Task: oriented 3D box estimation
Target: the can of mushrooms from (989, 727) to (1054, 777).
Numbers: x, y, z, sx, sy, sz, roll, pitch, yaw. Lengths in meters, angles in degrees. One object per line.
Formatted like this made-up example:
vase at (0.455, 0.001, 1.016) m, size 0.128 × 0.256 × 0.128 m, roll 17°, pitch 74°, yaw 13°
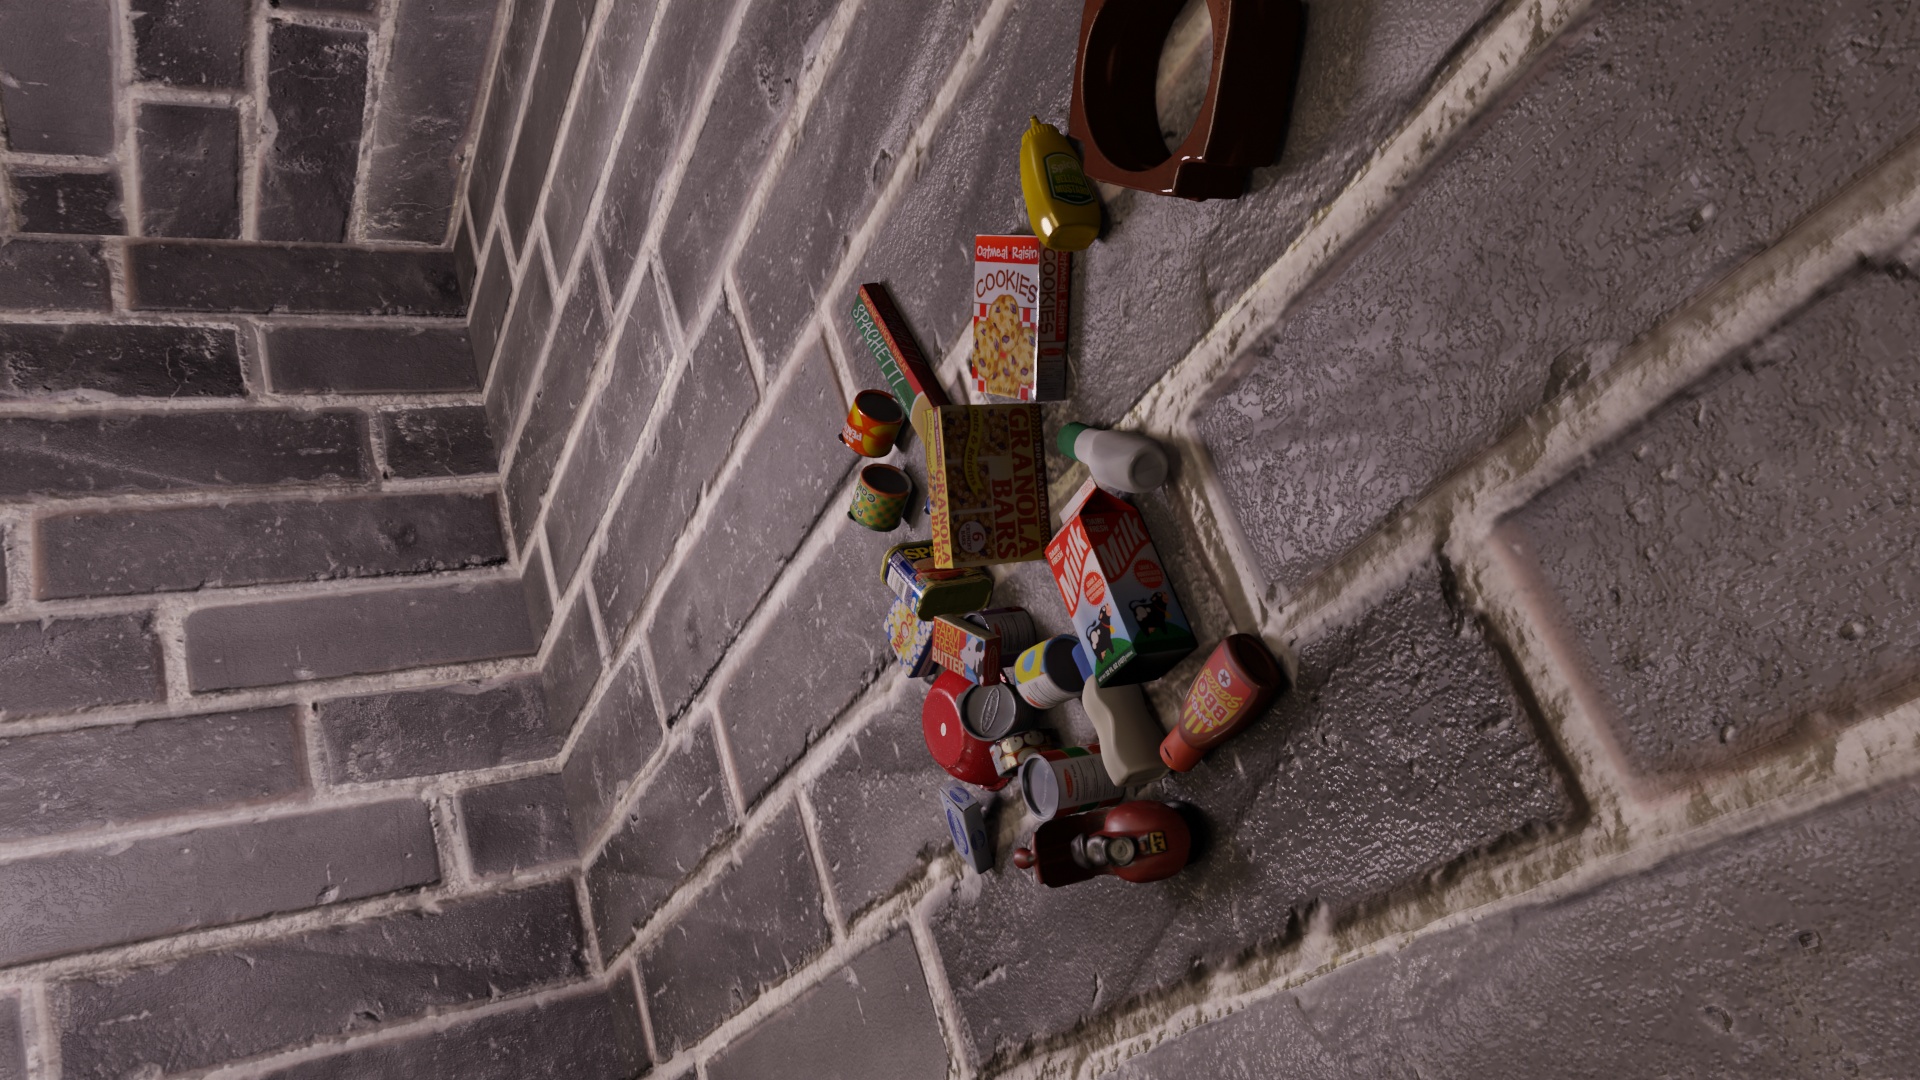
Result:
can of mushrooms at (0.069, 0.225, 1.471) m, size 0.070 × 0.071 × 0.033 m, roll -46°, pitch 56°, yaw 51°

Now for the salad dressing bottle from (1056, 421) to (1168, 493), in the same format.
salad dressing bottle at (0.141, -0.083, 1.318) m, size 0.148 × 0.064 × 0.043 m, roll 33°, pitch 142°, yaw 62°

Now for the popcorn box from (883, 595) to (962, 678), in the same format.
popcorn box at (-0.045, 0.094, 1.663) m, size 0.085 × 0.038 × 0.126 m, roll 62°, pitch 142°, yaw 35°

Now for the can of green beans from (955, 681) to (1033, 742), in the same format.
can of green beans at (0.039, 0.184, 1.492) m, size 0.071 × 0.058 × 0.071 m, roll -5°, pitch 77°, yaw 21°

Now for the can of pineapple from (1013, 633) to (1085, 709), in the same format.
can of pineapple at (0.096, 0.132, 1.411) m, size 0.057 × 0.071 × 0.071 m, roll -34°, pitch 65°, yaw 54°

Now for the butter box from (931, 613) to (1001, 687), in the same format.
butter box at (0.006, 0.116, 1.481) m, size 0.103 × 0.024 × 0.053 m, roll 20°, pitch 111°, yaw 55°

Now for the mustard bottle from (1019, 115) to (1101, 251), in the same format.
mustard bottle at (0.089, -0.358, 1.360) m, size 0.048 × 0.065 × 0.161 m, roll -52°, pitch 47°, yaw 54°

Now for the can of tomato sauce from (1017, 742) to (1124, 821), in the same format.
can of tomato sauce at (0.111, 0.239, 1.383) m, size 0.071 × 0.083 × 0.071 m, roll 12°, pitch 105°, yaw 58°

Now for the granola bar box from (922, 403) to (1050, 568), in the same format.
granola bar box at (0.028, -0.057, 1.440) m, size 0.039 × 0.124 × 0.165 m, roll -5°, pitch 90°, yaw 59°

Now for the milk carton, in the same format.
milk carton at (0.142, 0.036, 1.314) m, size 0.072 × 0.073 × 0.191 m, roll -52°, pitch 51°, yaw 48°

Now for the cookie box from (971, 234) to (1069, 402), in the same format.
cookie box at (0.062, -0.234, 1.444) m, size 0.123 × 0.040 × 0.167 m, roll 20°, pitch 112°, yaw 56°

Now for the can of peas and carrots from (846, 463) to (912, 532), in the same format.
can of peas and carrots at (-0.099, -0.053, 1.701) m, size 0.071 × 0.071 × 0.058 m, roll 55°, pitch 137°, yaw 39°

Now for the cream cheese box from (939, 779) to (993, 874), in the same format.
cream cheese box at (0.007, 0.327, 1.589) m, size 0.053 × 0.024 × 0.103 m, roll 36°, pitch 146°, yaw 50°

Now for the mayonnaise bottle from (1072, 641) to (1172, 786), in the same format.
mayonnaise bottle at (0.150, 0.162, 1.333) m, size 0.149 × 0.065 × 0.041 m, roll 68°, pitch 149°, yaw 33°

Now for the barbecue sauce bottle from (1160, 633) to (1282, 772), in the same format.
barbecue sauce bottle at (0.224, 0.149, 1.224) m, size 0.065 × 0.044 × 0.147 m, roll 61°, pitch 142°, yaw 32°

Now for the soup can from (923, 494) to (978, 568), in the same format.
soup can at (0.005, -0.019, 1.535) m, size 0.084 × 0.071 × 0.071 m, roll 63°, pitch 142°, yaw 32°

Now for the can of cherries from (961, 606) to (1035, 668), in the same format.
can of cherries at (0.039, 0.107, 1.509) m, size 0.071 × 0.058 × 0.071 m, roll 15°, pitch 108°, yaw 57°

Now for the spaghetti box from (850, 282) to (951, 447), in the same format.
spaghetti box at (-0.071, -0.215, 1.674) m, size 0.251 × 0.029 × 0.050 m, roll 61°, pitch 141°, yaw 33°

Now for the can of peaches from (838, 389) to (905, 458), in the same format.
can of peaches at (-0.108, -0.144, 1.704) m, size 0.071 × 0.071 × 0.057 m, roll 61°, pitch 140°, yaw 34°
